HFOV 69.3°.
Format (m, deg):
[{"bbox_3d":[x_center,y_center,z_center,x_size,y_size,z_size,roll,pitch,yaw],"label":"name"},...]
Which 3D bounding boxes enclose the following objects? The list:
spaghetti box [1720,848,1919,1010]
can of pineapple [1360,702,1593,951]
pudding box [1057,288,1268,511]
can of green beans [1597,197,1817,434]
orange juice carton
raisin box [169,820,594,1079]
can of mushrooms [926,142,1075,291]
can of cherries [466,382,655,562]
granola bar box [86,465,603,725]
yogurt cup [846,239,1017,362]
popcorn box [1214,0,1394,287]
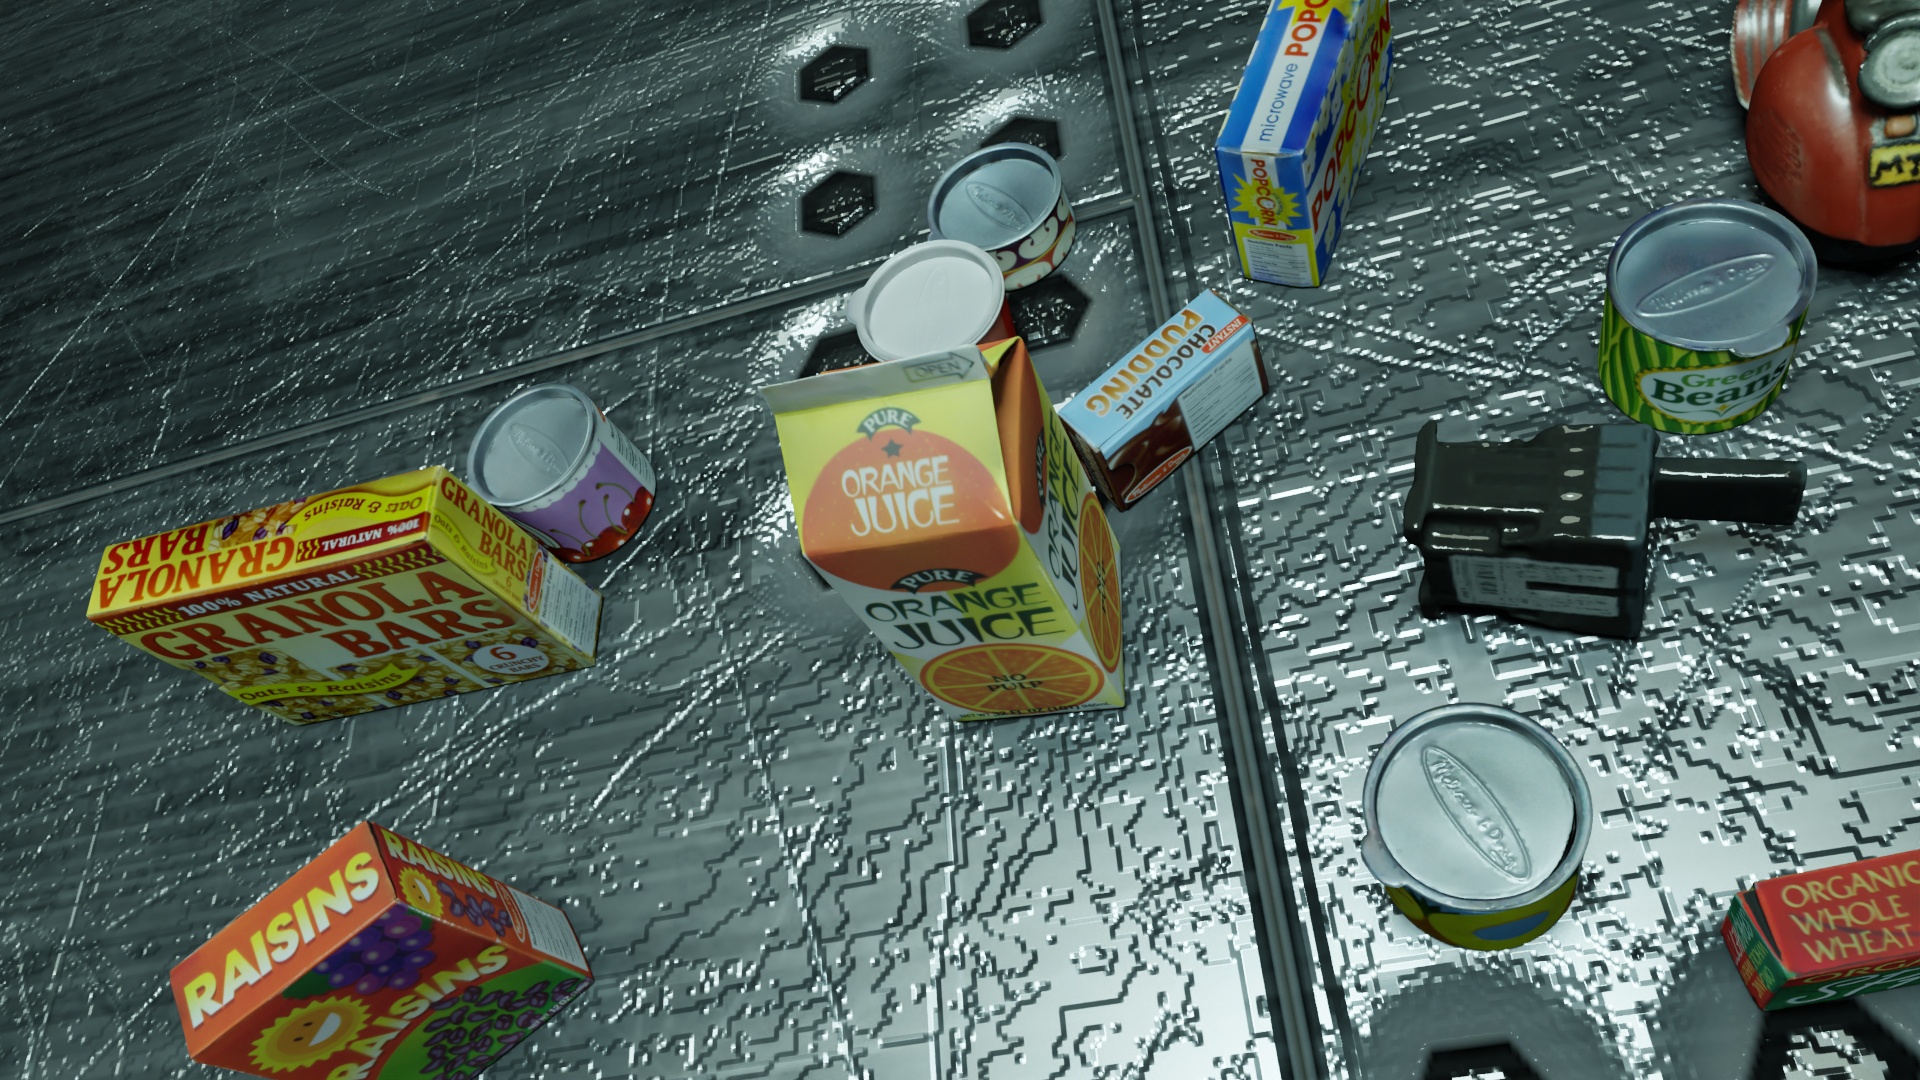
[{"bbox_3d":[0.348,0.089,0.384,0.250,0.050,0.029,-16,57,12],"label":"spaghetti box"},{"bbox_3d":[0.164,0.093,0.447,0.071,0.057,0.071,-9,59,16],"label":"can of pineapple"},{"bbox_3d":[0.084,-0.057,0.569,0.084,0.049,0.030,-40,56,-5],"label":"pudding box"},{"bbox_3d":[0.270,-0.081,0.508,0.071,0.057,0.071,-9,59,16],"label":"can of green beans"},{"bbox_3d":[0.002,-0.006,0.484,0.072,0.192,0.073,-8,59,17],"label":"orange juice carton"},{"bbox_3d":[-0.206,0.159,0.509,0.086,0.123,0.040,-37,56,-3],"label":"raisin box"},{"bbox_3d":[0.018,-0.152,0.659,0.071,0.033,0.071,-9,59,16],"label":"can of mushrooms"},{"bbox_3d":[-0.188,-0.029,0.651,0.071,0.058,0.072,-9,59,16],"label":"can of cherries"},{"bbox_3d":[-0.262,0.030,0.604,0.165,0.123,0.039,-12,58,14],"label":"granola bar box"},{"bbox_3d":[-0.006,-0.092,0.621,0.072,0.053,0.073,-9,59,16],"label":"yogurt cup"},{"bbox_3d":[0.150,-0.185,0.597,0.038,0.085,0.127,12,67,26],"label":"popcorn box"}]
